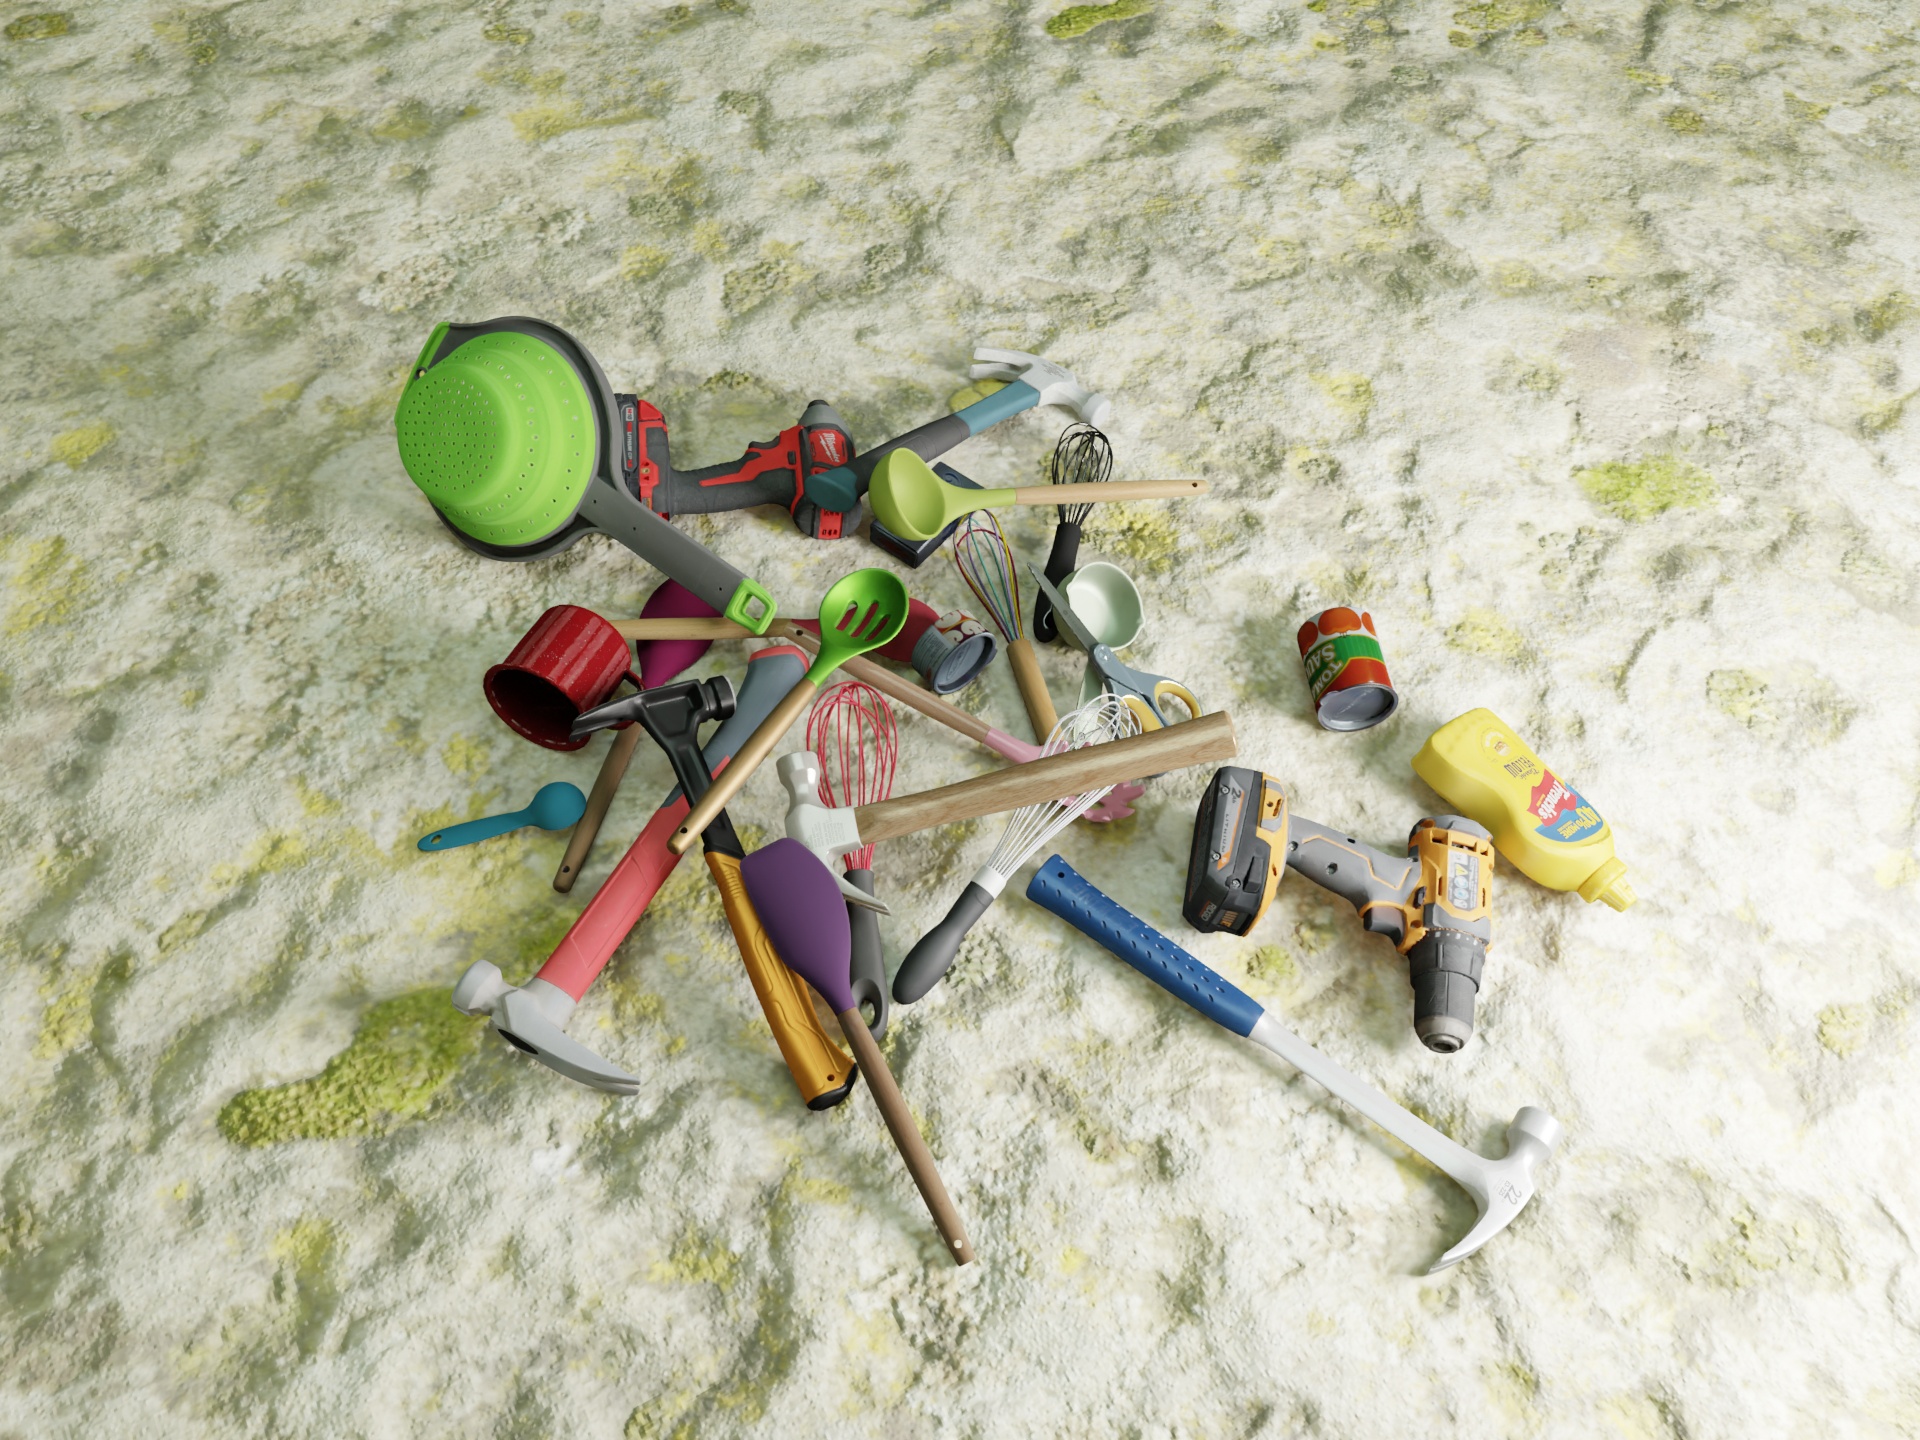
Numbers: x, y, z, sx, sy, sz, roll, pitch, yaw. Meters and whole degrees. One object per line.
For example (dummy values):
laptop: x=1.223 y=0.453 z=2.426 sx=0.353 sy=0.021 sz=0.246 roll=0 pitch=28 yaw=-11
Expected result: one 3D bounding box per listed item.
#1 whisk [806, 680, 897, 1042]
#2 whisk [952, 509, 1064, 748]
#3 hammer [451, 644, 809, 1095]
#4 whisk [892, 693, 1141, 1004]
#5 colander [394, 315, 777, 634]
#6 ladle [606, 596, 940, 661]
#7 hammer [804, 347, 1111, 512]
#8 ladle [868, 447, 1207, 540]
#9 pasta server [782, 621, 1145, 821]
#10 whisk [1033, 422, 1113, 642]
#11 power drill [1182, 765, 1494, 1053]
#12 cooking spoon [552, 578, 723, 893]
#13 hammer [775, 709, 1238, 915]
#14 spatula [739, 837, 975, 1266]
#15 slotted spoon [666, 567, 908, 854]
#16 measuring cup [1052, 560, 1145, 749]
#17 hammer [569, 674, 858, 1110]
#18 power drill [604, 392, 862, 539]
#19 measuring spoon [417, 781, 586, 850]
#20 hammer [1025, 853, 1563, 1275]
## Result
whisk: x=-0.077 y=0.098 z=1.191 sx=0.073 sy=0.073 sz=0.296 roll=-2 pitch=62 yaw=-7
whisk: x=0.040 y=-0.078 z=1.338 sx=0.047 sy=0.051 sz=0.245 roll=-21 pitch=61 yaw=6
hammer: x=-0.204 y=0.092 z=1.188 sx=0.143 sy=0.038 sz=0.386 roll=29 pitch=55 yaw=3
whisk: x=0.040 y=0.094 z=1.176 sx=0.070 sy=0.070 sz=0.284 roll=34 pitch=75 yaw=18
colander: x=-0.322 y=-0.185 z=1.278 sx=0.397 sy=0.204 sz=0.094 roll=35 pitch=16 yaw=13
ladle: x=-0.165 y=-0.077 z=1.308 sx=0.315 sy=0.031 sz=0.069 roll=-1 pitch=55 yaw=-10
hammer: x=-0.009 y=-0.257 z=1.419 sx=0.128 sy=0.033 sz=0.331 roll=38 pitch=47 yaw=21
ladle: x=0.073 y=-0.196 z=1.352 sx=0.320 sy=0.062 sz=0.078 roll=-6 pitch=78 yaw=-21
pasta server: x=-0.002 y=-0.004 z=1.261 sx=0.316 sy=0.040 sz=0.060 roll=28 pitch=69 yaw=7
whisk: x=0.093 y=-0.168 z=1.398 sx=0.055 sy=0.055 sz=0.239 roll=12 pitch=59 yaw=3
power drill: x=0.285 y=0.139 z=1.182 sx=0.226 sy=0.084 sz=0.185 roll=15 pitch=55 yaw=-1
cooking spoon: x=-0.259 y=0.000 z=1.264 sx=0.069 sy=0.017 sz=0.319 roll=12 pitch=55 yaw=5
hammer: x=0.037 y=0.051 z=1.147 sx=0.331 sy=0.031 sz=0.130 roll=-14 pitch=71 yaw=2
spatula: x=-0.065 y=0.221 z=1.087 sx=0.060 sy=0.018 sz=0.316 roll=-25 pitch=73 yaw=-8
slotted spoon: x=-0.130 y=-0.011 z=1.203 sx=0.070 sy=0.031 sz=0.314 roll=23 pitch=50 yaw=15
measuring cup: x=0.104 y=-0.050 z=1.323 sx=0.083 sy=0.038 sz=0.168 roll=20 pitch=71 yaw=-27
hammer: x=-0.165 y=0.123 z=1.139 sx=0.127 sy=0.034 sz=0.337 roll=-16 pitch=68 yaw=-29
power drill: x=-0.199 y=-0.226 z=1.396 sx=0.219 sy=0.078 sz=0.143 roll=-1 pitch=56 yaw=-10
measuring spoon: x=-0.346 y=0.072 z=1.193 sx=0.128 sy=0.021 sz=0.042 roll=-15 pitch=48 yaw=-6
hammer: x=0.218 y=0.227 z=1.137 sx=0.406 sy=0.035 sz=0.144 roll=33 pitch=58 yaw=17
